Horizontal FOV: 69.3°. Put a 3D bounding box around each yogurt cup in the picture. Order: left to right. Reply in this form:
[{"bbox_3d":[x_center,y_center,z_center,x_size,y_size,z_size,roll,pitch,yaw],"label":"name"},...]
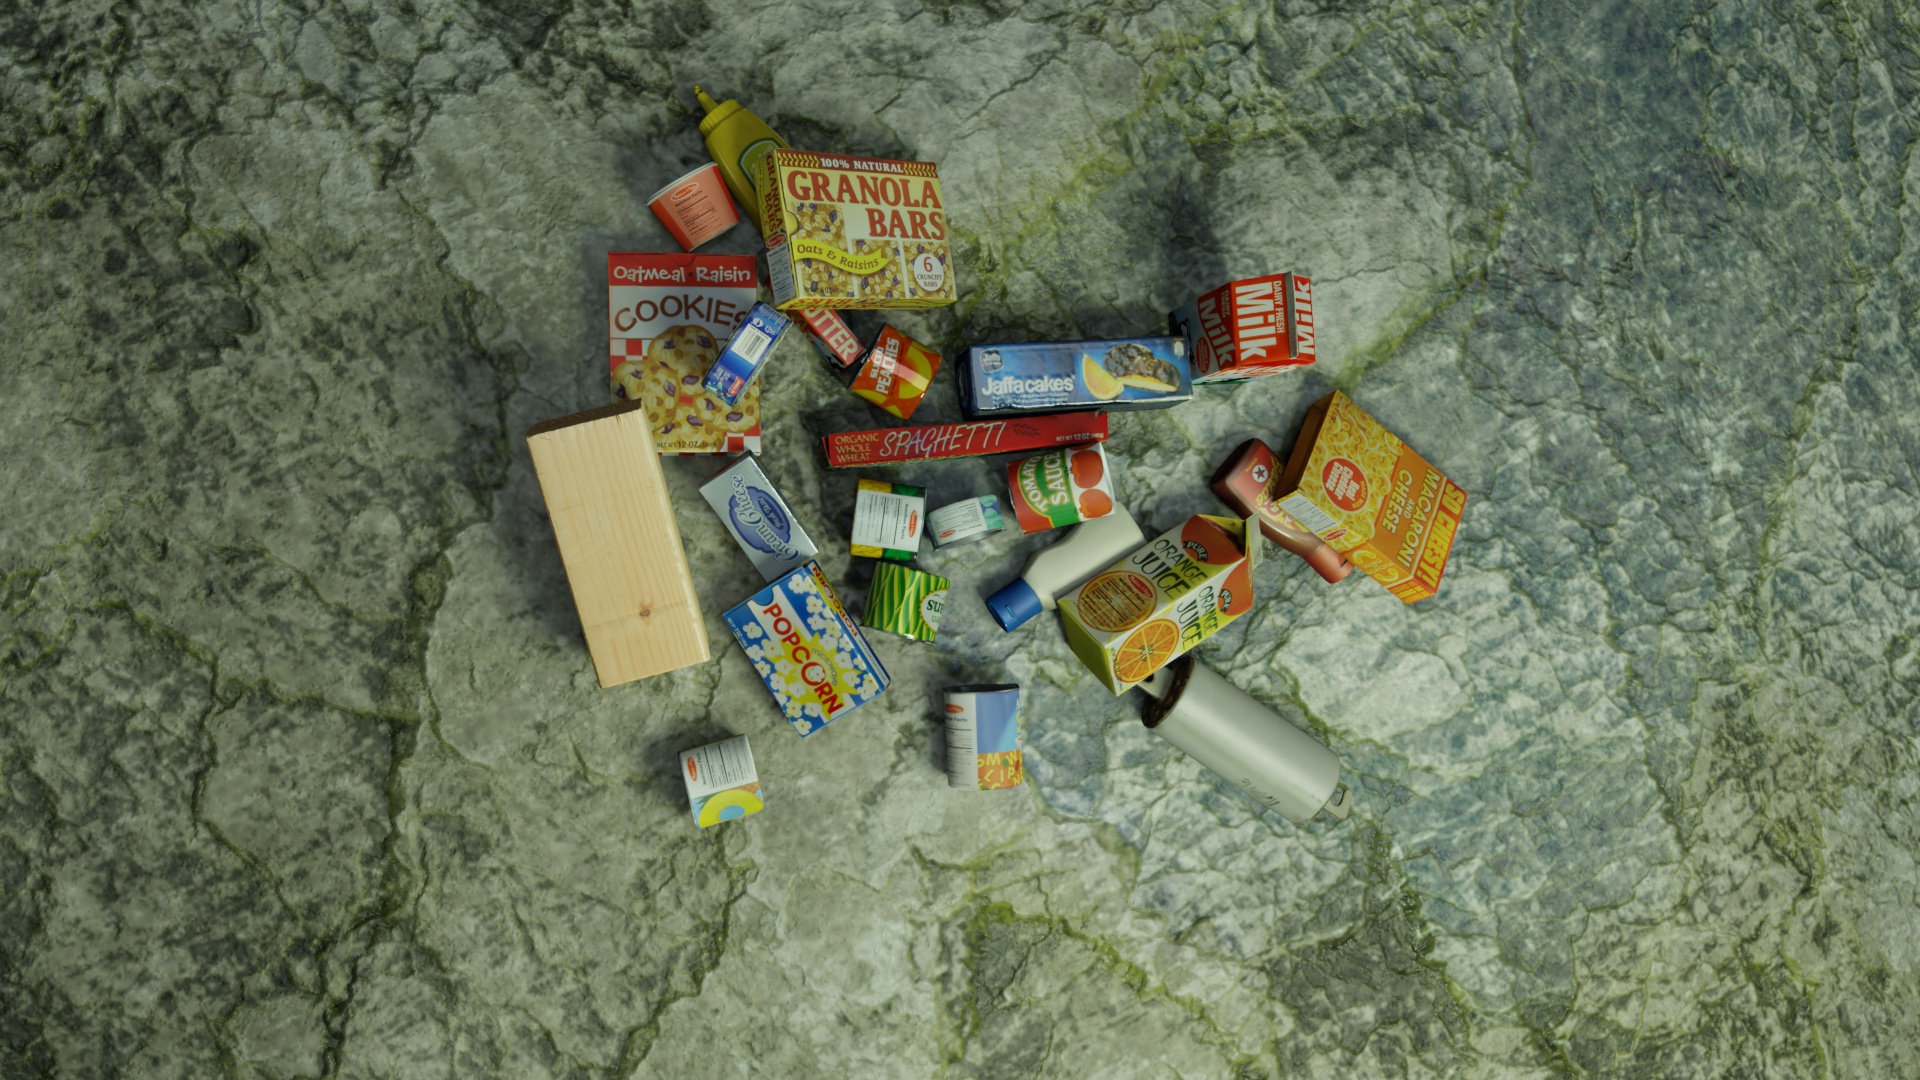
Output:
[{"bbox_3d":[-0.220,-0.277,1.161,0.072,0.072,0.054,-33,103,-11],"label":"yogurt cup"}]

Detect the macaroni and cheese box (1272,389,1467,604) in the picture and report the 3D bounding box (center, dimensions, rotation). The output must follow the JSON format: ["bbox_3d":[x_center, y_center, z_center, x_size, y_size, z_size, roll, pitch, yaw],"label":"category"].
[{"bbox_3d":[0.375,-0.039,1.265,0.166,0.040,0.124,36,60,-12],"label":"macaroni and cheese box"}]

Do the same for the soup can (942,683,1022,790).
[{"bbox_3d":[0.022,0.168,1.196,0.071,0.071,0.083,-3,90,-12],"label":"soup can"}]

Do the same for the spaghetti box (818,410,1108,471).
[{"bbox_3d":[0.003,-0.087,1.207,0.250,0.050,0.028,-6,89,-12],"label":"spaghetti box"}]

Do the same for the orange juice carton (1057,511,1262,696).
[{"bbox_3d":[0.187,0.045,1.214,0.193,0.073,0.071,-31,137,-13],"label":"orange juice carton"}]

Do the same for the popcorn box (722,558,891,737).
[{"bbox_3d":[-0.128,0.090,1.164,0.085,0.038,0.126,-31,96,15],"label":"popcorn box"}]

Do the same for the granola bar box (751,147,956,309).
[{"bbox_3d":[-0.085,-0.258,1.162,0.166,0.039,0.124,-8,87,-39],"label":"granola bar box"}]

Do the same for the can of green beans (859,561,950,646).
[{"bbox_3d":[-0.047,0.053,1.184,0.071,0.071,0.058,16,85,-11],"label":"can of green beans"}]

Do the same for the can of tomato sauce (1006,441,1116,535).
[{"bbox_3d":[0.087,-0.046,1.200,0.083,0.071,0.071,-13,91,9],"label":"can of tomato sauce"}]

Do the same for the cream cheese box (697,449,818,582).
[{"bbox_3d":[-0.169,-0.020,1.164,0.053,0.024,0.103,-33,112,3],"label":"cream cheese box"}]

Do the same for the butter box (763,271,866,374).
[{"bbox_3d":[-0.125,-0.190,1.182,0.024,0.053,0.103,-42,97,-11],"label":"butter box"}]

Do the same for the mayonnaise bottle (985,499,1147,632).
[{"bbox_3d":[0.092,0.026,1.227,0.148,0.041,0.064,-34,94,-10],"label":"mayonnaise bottle"}]

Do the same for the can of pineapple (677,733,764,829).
[{"bbox_3d":[-0.198,0.200,1.150,0.058,0.071,0.071,-14,91,-12],"label":"can of pineapple"}]

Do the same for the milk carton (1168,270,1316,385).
[{"bbox_3d":[0.246,-0.178,1.188,0.073,0.190,0.072,-4,90,-11],"label":"milk carton"}]

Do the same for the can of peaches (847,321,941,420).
[{"bbox_3d":[-0.056,-0.144,1.186,0.058,0.071,0.071,30,83,-11],"label":"can of peaches"}]

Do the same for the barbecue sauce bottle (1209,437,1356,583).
[{"bbox_3d":[0.299,-0.023,1.269,0.148,0.043,0.065,43,72,-8],"label":"barbecue sauce bottle"}]

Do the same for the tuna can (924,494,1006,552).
[{"bbox_3d":[0.004,-0.015,1.198,0.071,0.071,0.033,-16,85,-12],"label":"tuna can"}]

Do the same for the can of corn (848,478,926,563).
[{"bbox_3d":[-0.062,-0.017,1.183,0.058,0.071,0.071,8,87,-5],"label":"can of corn"}]

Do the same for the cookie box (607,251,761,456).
[{"bbox_3d":[-0.231,-0.155,1.166,0.123,0.040,0.167,-1,88,-12],"label":"cookie box"}]

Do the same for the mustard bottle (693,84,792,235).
[{"bbox_3d":[-0.176,-0.322,1.178,0.065,0.048,0.160,-42,97,-16],"label":"mustard bottle"}]
